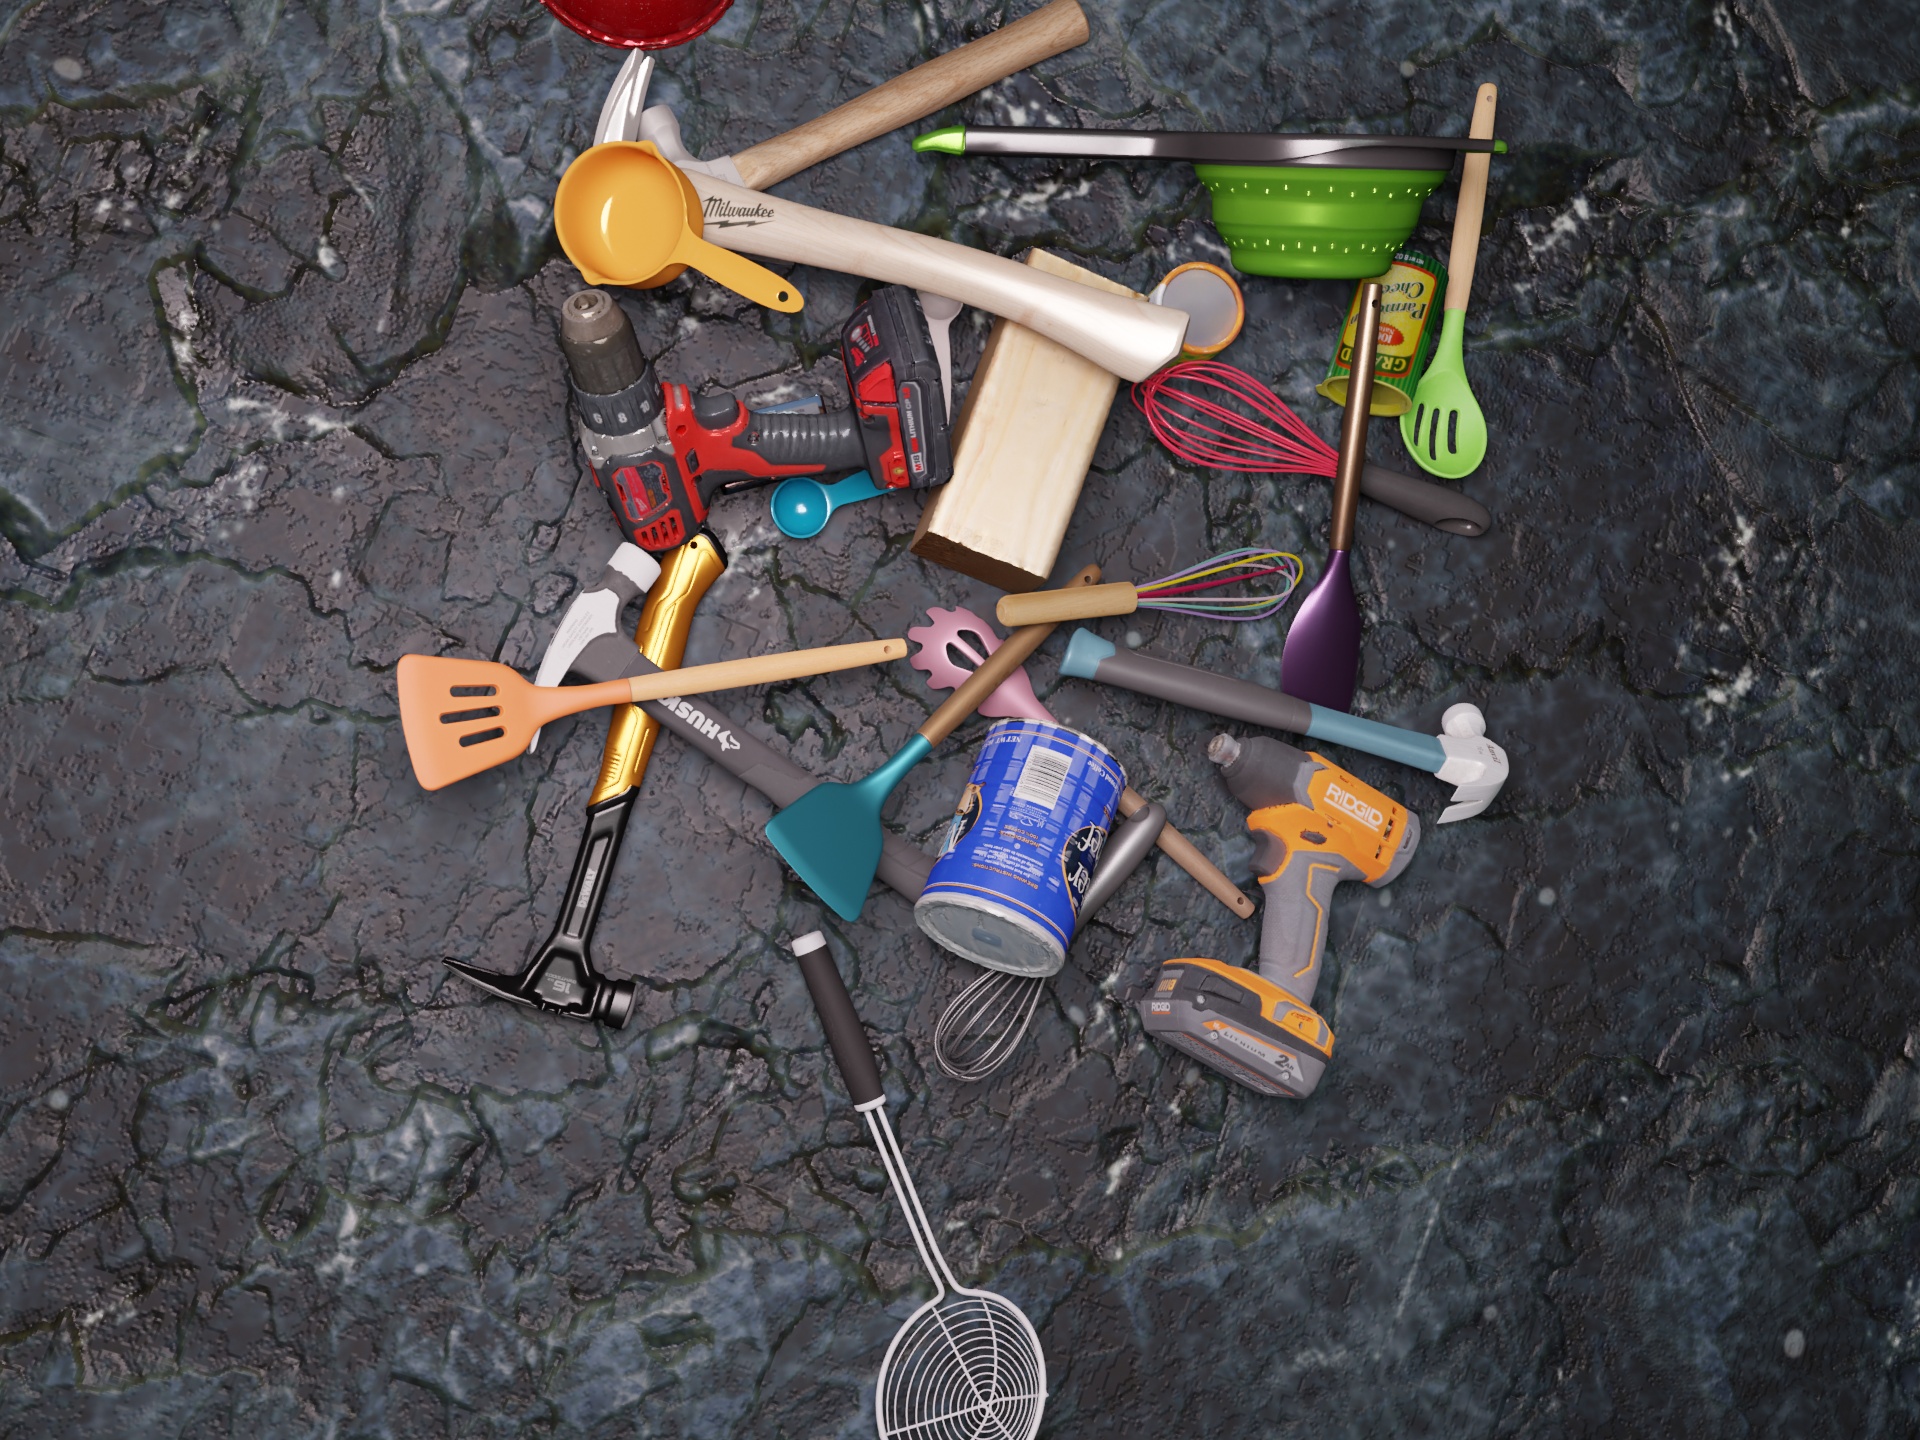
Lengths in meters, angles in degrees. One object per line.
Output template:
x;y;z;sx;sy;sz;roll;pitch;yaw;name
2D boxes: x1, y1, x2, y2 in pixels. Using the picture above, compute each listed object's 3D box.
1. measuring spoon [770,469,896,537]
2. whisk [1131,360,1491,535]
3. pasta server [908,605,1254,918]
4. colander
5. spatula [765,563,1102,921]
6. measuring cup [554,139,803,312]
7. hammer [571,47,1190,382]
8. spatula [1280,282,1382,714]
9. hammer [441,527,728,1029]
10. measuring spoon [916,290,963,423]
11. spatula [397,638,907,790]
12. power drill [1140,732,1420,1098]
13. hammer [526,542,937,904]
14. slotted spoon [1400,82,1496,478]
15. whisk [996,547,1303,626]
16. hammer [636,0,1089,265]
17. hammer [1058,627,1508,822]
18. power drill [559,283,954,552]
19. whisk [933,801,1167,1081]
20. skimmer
-0.075;-0.162;1.111;0.128;0.021;0.042;-23;102;-20;measuring spoon
0.258;-0.189;1.150;0.295;0.073;0.073;18;84;-14;whisk
0.090;0.034;1.123;0.316;0.040;0.060;42;81;-10;pasta server
0.164;-0.359;1.102;0.397;0.205;0.094;1;110;0;colander
-0.002;-0.003;1.048;0.082;0.044;0.317;48;66;-9;spatula
-0.171;-0.301;1.015;0.173;0.052;0.095;28;102;3;measuring cup
-0.049;-0.313;1.034;0.410;0.038;0.146;18;102;8;hammer
0.269;-0.147;1.126;0.059;0.018;0.316;2;105;-12;spatula
-0.232;0.028;1.059;0.127;0.034;0.337;18;84;-10;hammer
-0.018;-0.253;1.127;0.034;0.018;0.124;2;93;-10;measuring spoon
-0.182;-0.023;0.997;0.322;0.041;0.081;-10;90;-21;spatula
0.210;0.125;1.096;0.164;0.084;0.226;31;71;-13;power drill
-0.129;0.039;1.054;0.334;0.035;0.146;37;77;-15;hammer
0.377;-0.330;1.195;0.070;0.031;0.314;11;83;-10;slotted spoon
0.137;-0.091;1.105;0.245;0.047;0.051;-8;79;-25;whisk
-0.054;-0.427;1.119;0.331;0.031;0.130;-29;92;-11;hammer
0.226;-0.006;1.104;0.331;0.128;0.033;15;122;-9;hammer
-0.127;-0.201;0.985;0.226;0.187;0.080;-13;53;-3;power drill
0.064;0.150;1.091;0.055;0.055;0.239;40;85;-6;whisk
-0.047;0.318;1.047;0.127;0.090;0.363;-22;88;21;skimmer
